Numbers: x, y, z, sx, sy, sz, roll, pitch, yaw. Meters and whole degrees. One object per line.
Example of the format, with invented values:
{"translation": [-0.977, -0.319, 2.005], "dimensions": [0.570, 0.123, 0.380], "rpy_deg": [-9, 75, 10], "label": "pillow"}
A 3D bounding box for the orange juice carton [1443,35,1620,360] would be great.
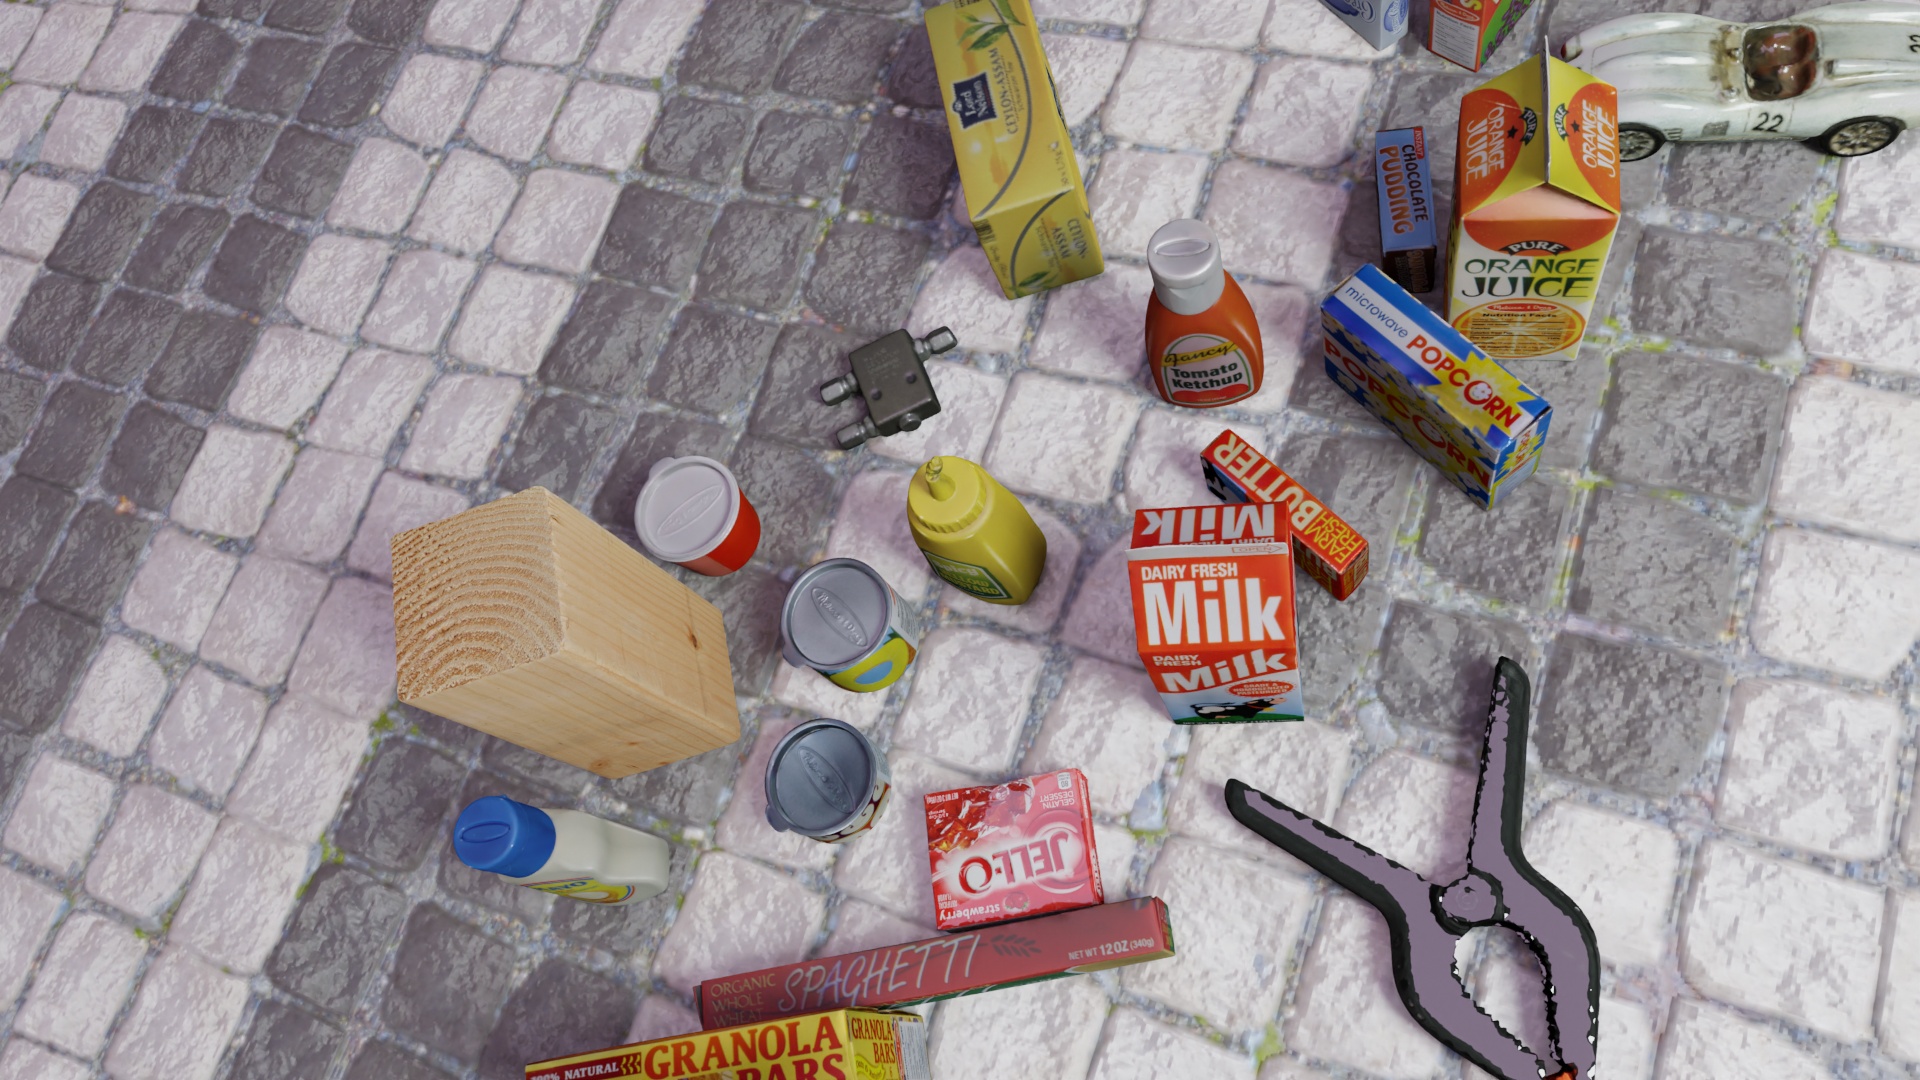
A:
{"translation": [0.289, -0.166, 0.708], "dimensions": [0.073, 0.192, 0.072], "rpy_deg": [2, 71, 17], "label": "orange juice carton"}

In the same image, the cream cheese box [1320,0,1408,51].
{"translation": [0.240, -0.360, 0.874], "dimensions": [0.024, 0.053, 0.104], "rpy_deg": [-37, 64, 0], "label": "cream cheese box"}

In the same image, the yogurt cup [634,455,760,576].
{"translation": [-0.158, -0.011, 0.853], "dimensions": [0.072, 0.054, 0.072], "rpy_deg": [-5, 68, 14], "label": "yogurt cup"}

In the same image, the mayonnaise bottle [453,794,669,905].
{"translation": [-0.215, 0.168, 0.747], "dimensions": [0.065, 0.147, 0.041], "rpy_deg": [-10, 68, 12], "label": "mayonnaise bottle"}

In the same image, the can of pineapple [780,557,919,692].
{"translation": [-0.064, 0.051, 0.800], "dimensions": [0.071, 0.057, 0.071], "rpy_deg": [-5, 68, 14], "label": "can of pineapple"}

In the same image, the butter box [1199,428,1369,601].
{"translation": [0.177, -0.014, 0.758], "dimensions": [0.024, 0.053, 0.104], "rpy_deg": [-44, 65, -3], "label": "butter box"}

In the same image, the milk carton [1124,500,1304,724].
{"translation": [0.128, 0.034, 0.678], "dimensions": [0.072, 0.190, 0.073], "rpy_deg": [-4, 69, 15], "label": "milk carton"}

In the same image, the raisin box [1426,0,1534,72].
{"translation": [0.314, -0.348, 0.810], "dimensions": [0.040, 0.123, 0.086], "rpy_deg": [37, 83, 25], "label": "raisin box"}

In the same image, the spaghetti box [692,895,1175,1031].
{"translation": [-0.014, 0.223, 0.723], "dimensions": [0.250, 0.050, 0.029], "rpy_deg": [-14, 67, 10], "label": "spaghetti box"}

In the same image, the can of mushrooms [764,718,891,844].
{"translation": [-0.076, 0.138, 0.783], "dimensions": [0.071, 0.033, 0.071], "rpy_deg": [-5, 68, 14], "label": "can of mushrooms"}

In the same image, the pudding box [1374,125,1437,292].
{"translation": [0.258, -0.191, 0.806], "dimensions": [0.030, 0.049, 0.084], "rpy_deg": [-3, 69, 15], "label": "pudding box"}

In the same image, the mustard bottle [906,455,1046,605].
{"translation": [0.003, -0.009, 0.747], "dimensions": [0.065, 0.160, 0.049], "rpy_deg": [15, 75, 21], "label": "mustard bottle"}

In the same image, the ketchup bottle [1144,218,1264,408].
{"translation": [0.130, -0.122, 0.761], "dimensions": [0.065, 0.148, 0.044], "rpy_deg": [-5, 69, 14], "label": "ketchup bottle"}

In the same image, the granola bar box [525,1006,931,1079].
{"translation": [-0.111, 0.266, 0.693], "dimensions": [0.165, 0.124, 0.039], "rpy_deg": [-14, 67, 11], "label": "granola bar box"}

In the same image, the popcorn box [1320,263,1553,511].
{"translation": [0.251, -0.082, 0.746], "dimensions": [0.038, 0.085, 0.127], "rpy_deg": [-42, 64, -2], "label": "popcorn box"}
